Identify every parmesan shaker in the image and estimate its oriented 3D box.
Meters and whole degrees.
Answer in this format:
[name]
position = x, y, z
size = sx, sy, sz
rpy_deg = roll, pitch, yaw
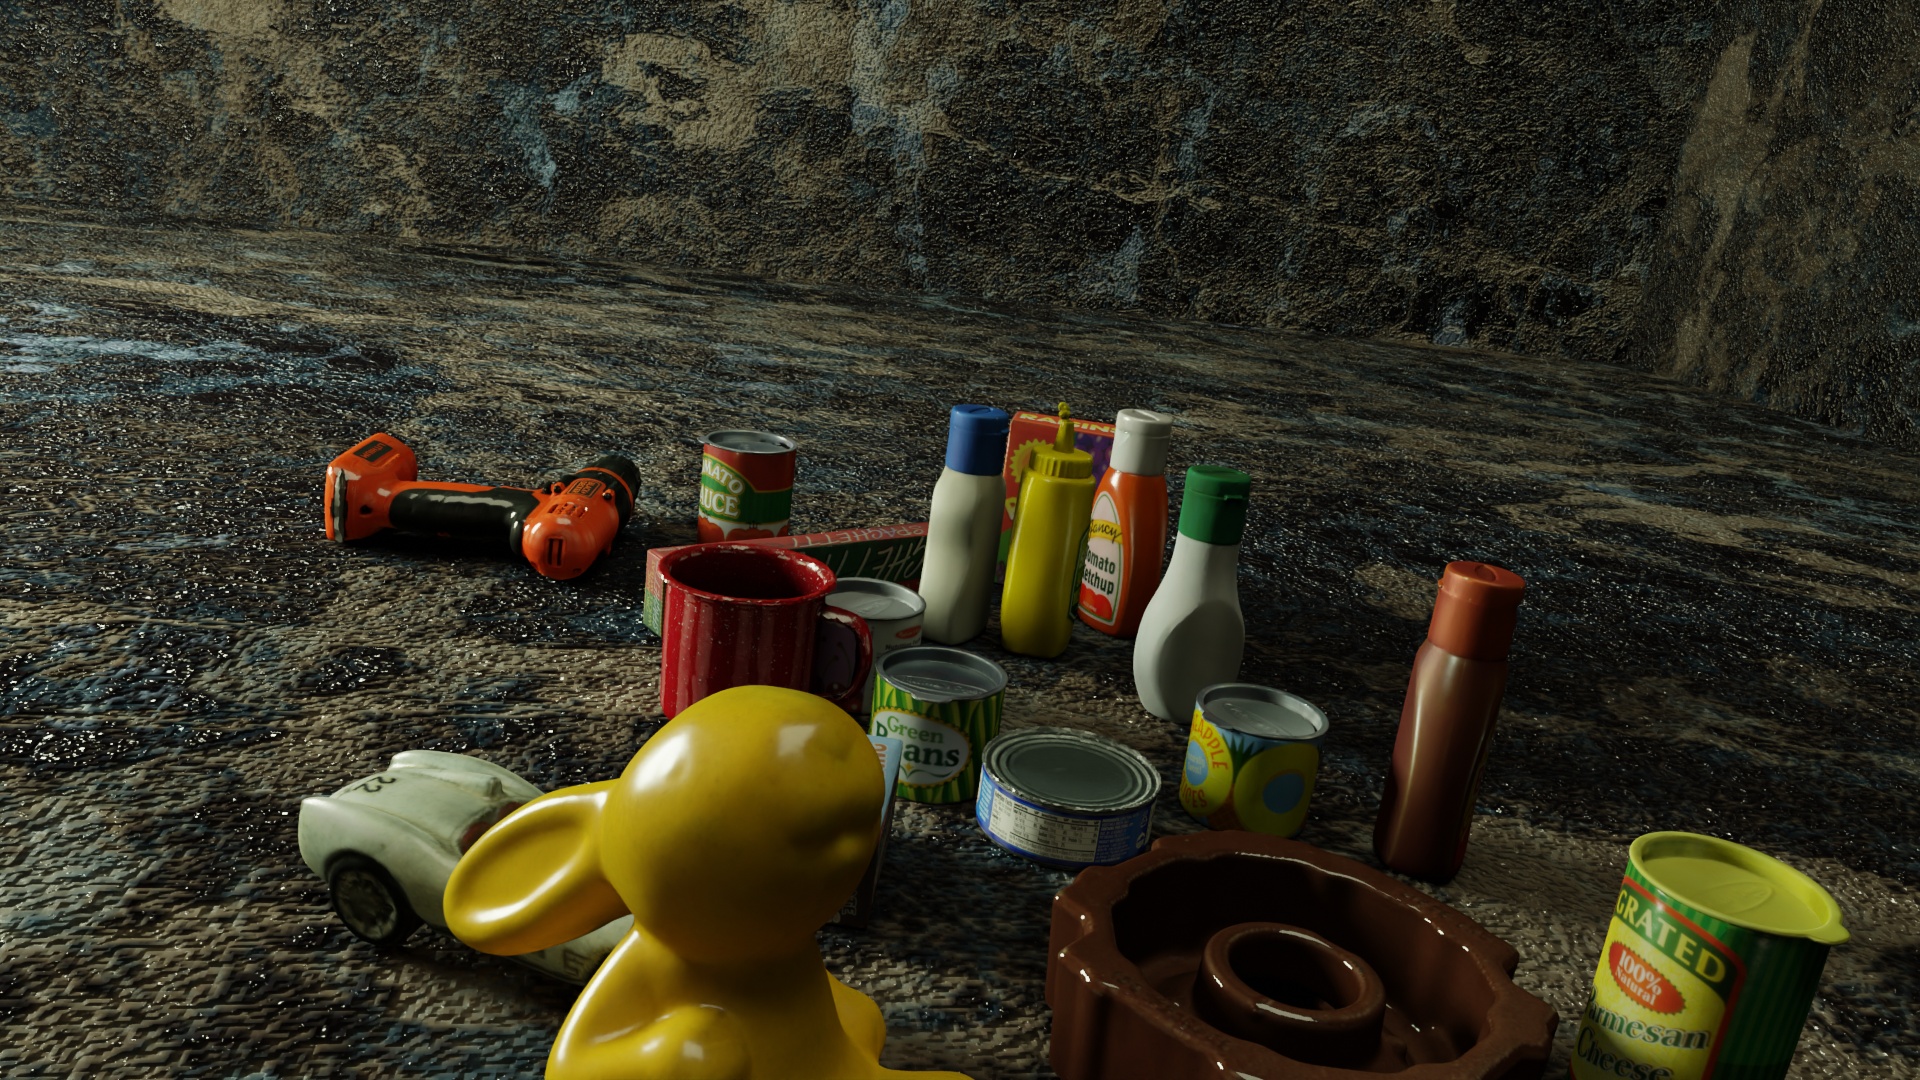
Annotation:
[parmesan shaker]
position = 0.261, 0.166, 0.491
size = 0.071, 0.102, 0.071
rpy_deg = 7, 16, -2

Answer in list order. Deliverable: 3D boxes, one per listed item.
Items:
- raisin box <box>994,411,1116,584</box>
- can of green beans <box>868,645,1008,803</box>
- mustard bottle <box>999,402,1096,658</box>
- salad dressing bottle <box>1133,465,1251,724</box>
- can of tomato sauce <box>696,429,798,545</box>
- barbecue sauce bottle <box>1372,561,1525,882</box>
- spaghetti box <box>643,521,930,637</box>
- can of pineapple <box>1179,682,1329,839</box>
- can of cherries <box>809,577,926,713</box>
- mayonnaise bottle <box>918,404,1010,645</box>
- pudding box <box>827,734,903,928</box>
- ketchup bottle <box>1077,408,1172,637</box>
[raisin box]
position = 0.072, -0.026, 1.005
size = 0.086, 0.123, 0.040
rpy_deg = 10, 16, 8
[can of green beans]
position = -0.013, 0.091, 0.696
size = 0.071, 0.057, 0.071
rpy_deg = 7, 17, -2
[mustard bottle]
position = 0.057, -0.008, 0.877
size = 0.049, 0.159, 0.065
rpy_deg = 10, 16, 9
[salad dressing bottle]
position = 0.138, 0.031, 0.805
size = 0.064, 0.147, 0.044
rpy_deg = 1, 17, -21
[can of tomato sauce]
position = -0.155, -0.032, 0.996
size = 0.071, 0.082, 0.071
rpy_deg = 7, 16, -2
[barbecue sauce bottle]
position = 0.235, 0.085, 0.669
size = 0.044, 0.148, 0.065
rpy_deg = 12, 17, 16
[spaghetti box]
position = -0.087, 0.021, 0.908
size = 0.251, 0.050, 0.029
rpy_deg = -7, 21, -39
[can of pineapple]
position = 0.145, 0.111, 0.701
size = 0.071, 0.057, 0.071
rpy_deg = 7, 17, -2
[can of cherries]
position = -0.057, 0.058, 0.786
size = 0.071, 0.058, 0.072
rpy_deg = 7, 17, -2
[mayonnaise bottle]
position = 0.003, -0.011, 0.885
size = 0.041, 0.147, 0.065
rpy_deg = 14, 18, 22
[pudding box]
position = -0.046, 0.122, 0.596
size = 0.030, 0.049, 0.084
rpy_deg = 8, 17, 2
[ketchup bottle]
position = 0.113, -0.013, 0.937
size = 0.043, 0.148, 0.065
rpy_deg = -1, 18, -28
